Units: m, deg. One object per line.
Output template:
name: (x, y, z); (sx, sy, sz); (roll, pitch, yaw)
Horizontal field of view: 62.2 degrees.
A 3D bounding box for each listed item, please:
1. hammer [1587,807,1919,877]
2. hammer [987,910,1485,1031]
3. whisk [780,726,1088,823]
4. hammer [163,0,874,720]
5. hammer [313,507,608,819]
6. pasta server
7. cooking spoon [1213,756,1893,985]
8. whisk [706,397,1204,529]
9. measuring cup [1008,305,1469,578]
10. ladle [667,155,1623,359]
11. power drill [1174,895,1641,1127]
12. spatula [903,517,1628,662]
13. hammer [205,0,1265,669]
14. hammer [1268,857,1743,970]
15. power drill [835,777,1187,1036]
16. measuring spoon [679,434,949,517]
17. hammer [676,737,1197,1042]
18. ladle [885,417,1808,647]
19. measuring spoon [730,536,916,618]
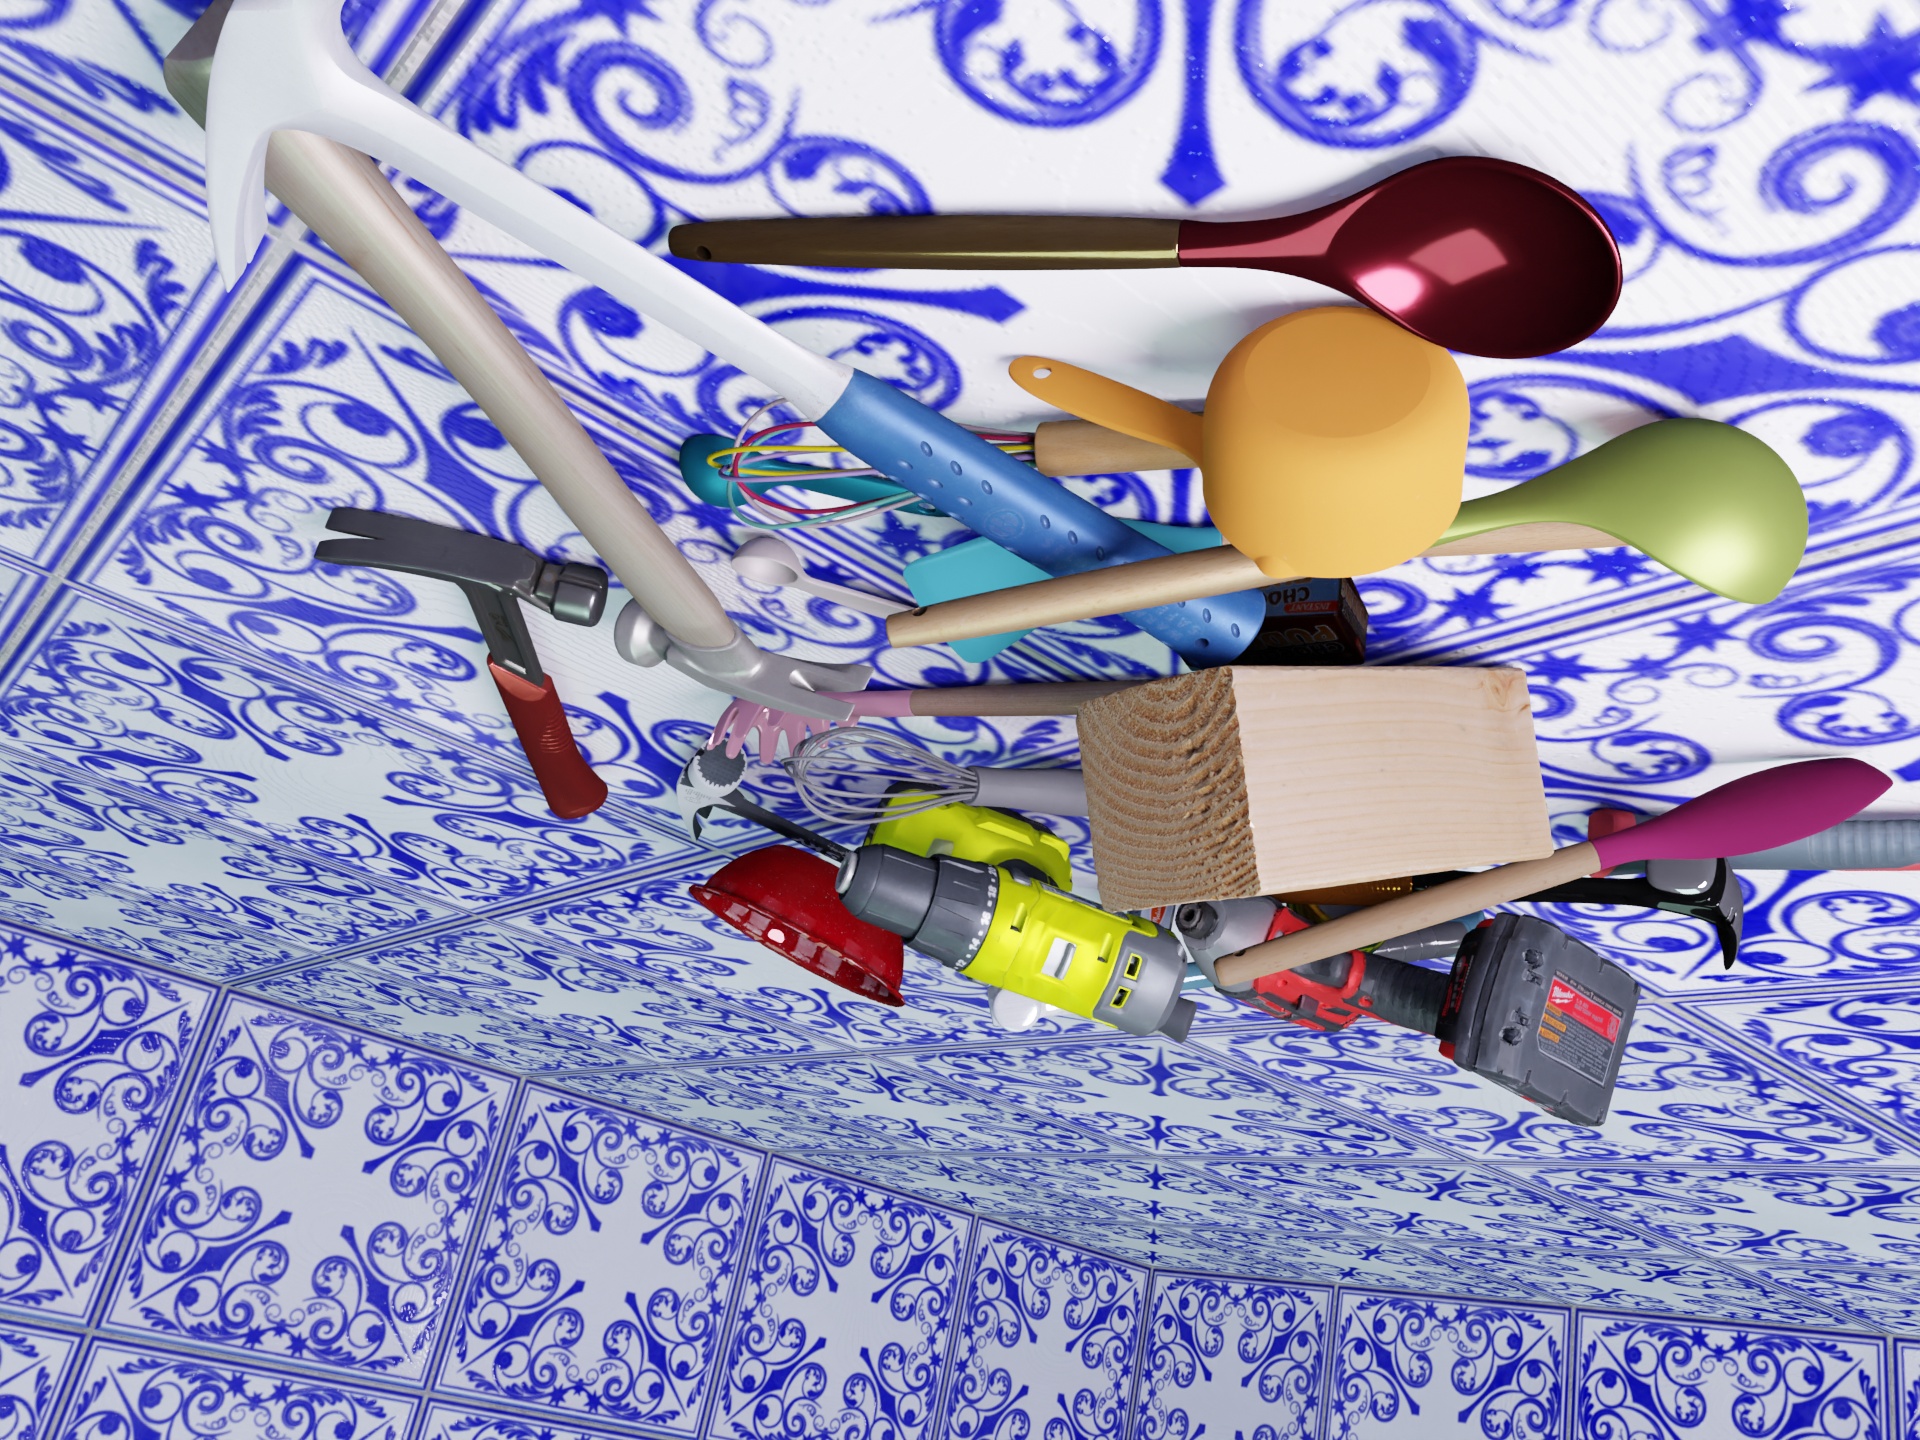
hammer: (0.512, 0.066, 0.774); (0.386, 0.038, 0.143); (-3, 154, 32)
hammer: (0.182, 0.160, 1.024); (0.331, 0.033, 0.128); (-8, 173, -2)
whisk: (0.008, 0.035, 0.894); (0.238, 0.055, 0.055); (6, 163, -33)
hammer: (-0.166, -0.118, 0.664); (0.146, 0.038, 0.410); (16, 159, 26)
hammer: (-0.275, -0.017, 0.980); (0.149, 0.037, 0.358); (13, 157, 0)
pasta server: (-0.001, -0.003, 0.874); (0.316, 0.040, 0.060); (-2, 165, 27)
cooking spoon: (0.273, 0.071, 0.748); (0.319, 0.069, 0.017); (-19, 108, 5)
whisk: (0.010, -0.105, 0.628); (0.245, 0.051, 0.047); (0, 149, 20)
measuring cup: (0.089, -0.113, 0.545); (0.174, 0.095, 0.052); (25, 152, 23)
ladle: (0.046, -0.153, 0.517); (0.315, 0.031, 0.069); (7, 141, 18)
power drill: (0.221, 0.137, 0.834); (0.143, 0.078, 0.220); (30, 165, -36)
spatula: (0.134, -0.064, 0.656); (0.317, 0.044, 0.082); (0, 150, 25)
hammer: (-0.057, -0.117, 0.557); (0.405, 0.035, 0.144); (27, 133, -26)
hammer: (0.247, 0.092, 0.882); (0.337, 0.034, 0.127); (0, 156, 35)
power drill: (0.009, 0.099, 0.924); (0.190, 0.080, 0.228); (21, -176, -14)
measuring spoon: (-0.064, -0.098, 0.702); (0.128, 0.021, 0.042); (12, 157, 6)
hammer: (-0.013, 0.131, 1.112); (0.408, 0.036, 0.149); (27, 157, -10)
ladle: (0.131, -0.051, 0.570); (0.320, 0.078, 0.062); (-10, 128, 12)
measuring spoon: (-0.055, -0.067, 0.788); (0.124, 0.018, 0.034); (17, 162, -28)
